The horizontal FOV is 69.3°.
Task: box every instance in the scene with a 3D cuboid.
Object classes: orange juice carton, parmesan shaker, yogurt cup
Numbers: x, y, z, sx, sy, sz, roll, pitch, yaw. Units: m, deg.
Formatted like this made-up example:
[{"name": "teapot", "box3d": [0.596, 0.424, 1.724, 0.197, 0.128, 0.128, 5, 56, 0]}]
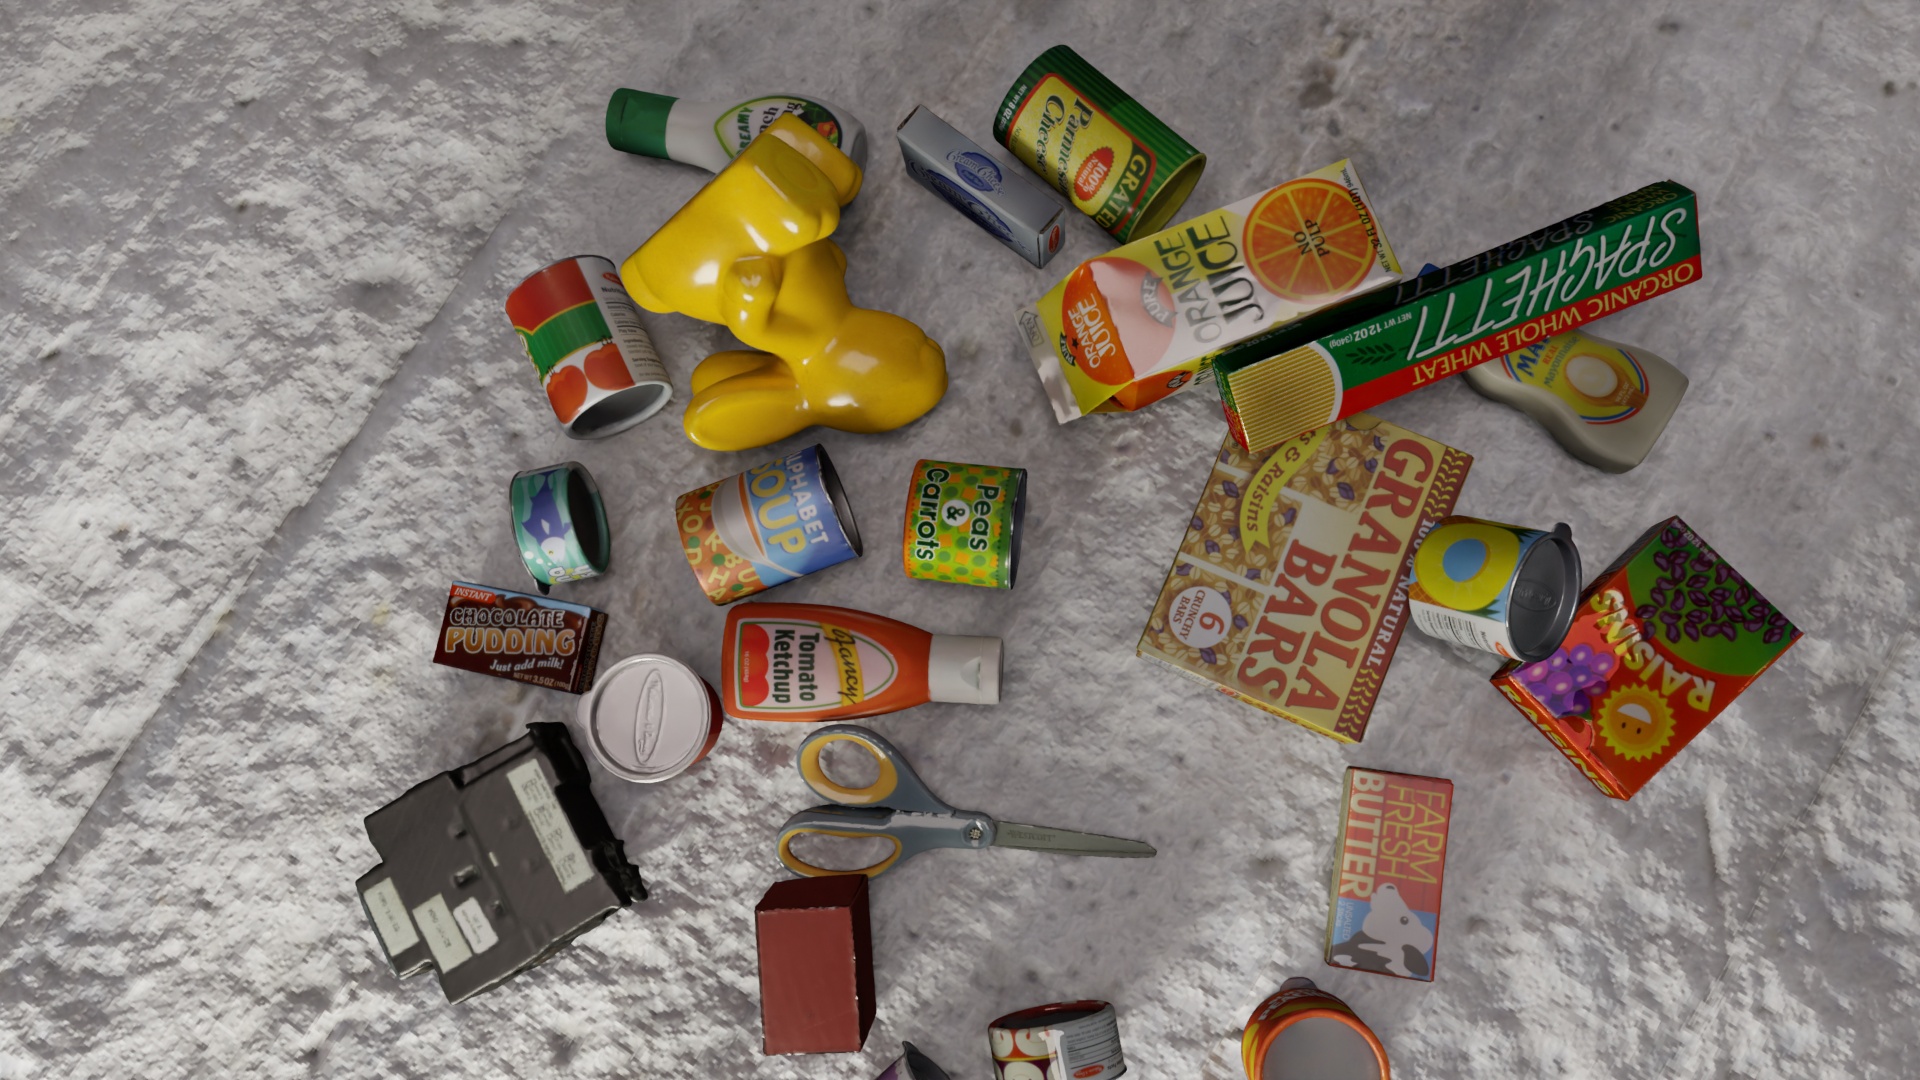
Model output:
[{"name": "orange juice carton", "box3d": [0.130, -0.128, 0.751, 0.193, 0.073, 0.072, -21, 80, 2]}, {"name": "parmesan shaker", "box3d": [0.075, -0.217, 0.776, 0.103, 0.071, 0.071, 42, 87, 11]}, {"name": "yogurt cup", "box3d": [-0.162, 0.096, 0.750, 0.072, 0.054, 0.072, -1, 81, 5]}]

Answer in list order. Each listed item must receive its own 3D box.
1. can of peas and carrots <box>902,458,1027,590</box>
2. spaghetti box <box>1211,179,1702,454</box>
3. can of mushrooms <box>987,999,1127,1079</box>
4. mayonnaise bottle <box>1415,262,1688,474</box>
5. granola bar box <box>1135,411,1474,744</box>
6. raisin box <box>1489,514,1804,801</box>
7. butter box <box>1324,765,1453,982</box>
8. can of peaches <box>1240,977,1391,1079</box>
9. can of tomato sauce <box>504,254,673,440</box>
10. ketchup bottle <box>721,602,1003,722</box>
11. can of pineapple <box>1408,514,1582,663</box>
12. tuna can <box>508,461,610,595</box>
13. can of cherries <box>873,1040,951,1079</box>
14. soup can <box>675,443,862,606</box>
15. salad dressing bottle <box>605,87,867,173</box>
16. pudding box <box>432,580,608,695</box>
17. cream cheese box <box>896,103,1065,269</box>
[{"name": "can of peas and carrots", "box3d": [0.003, -0.009, 0.744, 0.059, 0.071, 0.071, 6, 82, 7]}, {"name": "spaghetti box", "box3d": [0.253, -0.114, 0.706, 0.250, 0.029, 0.050, -21, 119, 2]}, {"name": "can of mushrooms", "box3d": [0.046, 0.256, 0.700, 0.071, 0.071, 0.033, -11, 81, 4]}, {"name": "mayonnaise bottle", "box3d": [0.306, -0.097, 0.745, 0.148, 0.041, 0.065, 32, 87, 9]}, {"name": "granola bar box", "box3d": [0.182, 0.009, 0.741, 0.124, 0.039, 0.165, 23, 84, 8]}, {"name": "raisin box", "box3d": [0.351, 0.061, 0.716, 0.123, 0.040, 0.086, -42, 80, -2]}, {"name": "butter box", "box3d": [0.221, 0.171, 0.717, 0.053, 0.024, 0.103, 8, 81, 7]}, {"name": "can of peaches", "box3d": [0.175, 0.258, 0.690, 0.071, 0.058, 0.071, -1, 81, 5]}, {"name": "can of tomato sauce", "box3d": [-0.210, -0.107, 0.783, 0.071, 0.071, 0.083, -28, 80, 1]}, {"name": "ketchup bottle", "box3d": [-0.052, 0.067, 0.750, 0.149, 0.043, 0.064, 2, 91, 5]}, {"name": "can of pineapple", "box3d": [0.270, 0.022, 0.701, 0.058, 0.071, 0.071, 16, 80, 51]}, {"name": "tuna can", "box3d": [-0.220, -0.007, 0.767, 0.033, 0.071, 0.071, -12, 80, 3]}, {"name": "can of cherries", "box3d": [-0.028, 0.300, 0.700, 0.058, 0.071, 0.071, -42, 80, -1]}, {"name": "soup can", "box3d": [-0.104, -0.009, 0.754, 0.084, 0.071, 0.071, -20, 80, 2]}, {"name": "salad dressing bottle", "box3d": [-0.131, -0.232, 0.807, 0.148, 0.044, 0.064, 12, 85, 7]}, {"name": "pudding box", "box3d": [-0.245, 0.054, 0.777, 0.084, 0.030, 0.050, 11, 81, 7]}, {"name": "cream cheese box", "box3d": [0.012, -0.198, 0.784, 0.104, 0.053, 0.024, 38, 84, 10]}]
